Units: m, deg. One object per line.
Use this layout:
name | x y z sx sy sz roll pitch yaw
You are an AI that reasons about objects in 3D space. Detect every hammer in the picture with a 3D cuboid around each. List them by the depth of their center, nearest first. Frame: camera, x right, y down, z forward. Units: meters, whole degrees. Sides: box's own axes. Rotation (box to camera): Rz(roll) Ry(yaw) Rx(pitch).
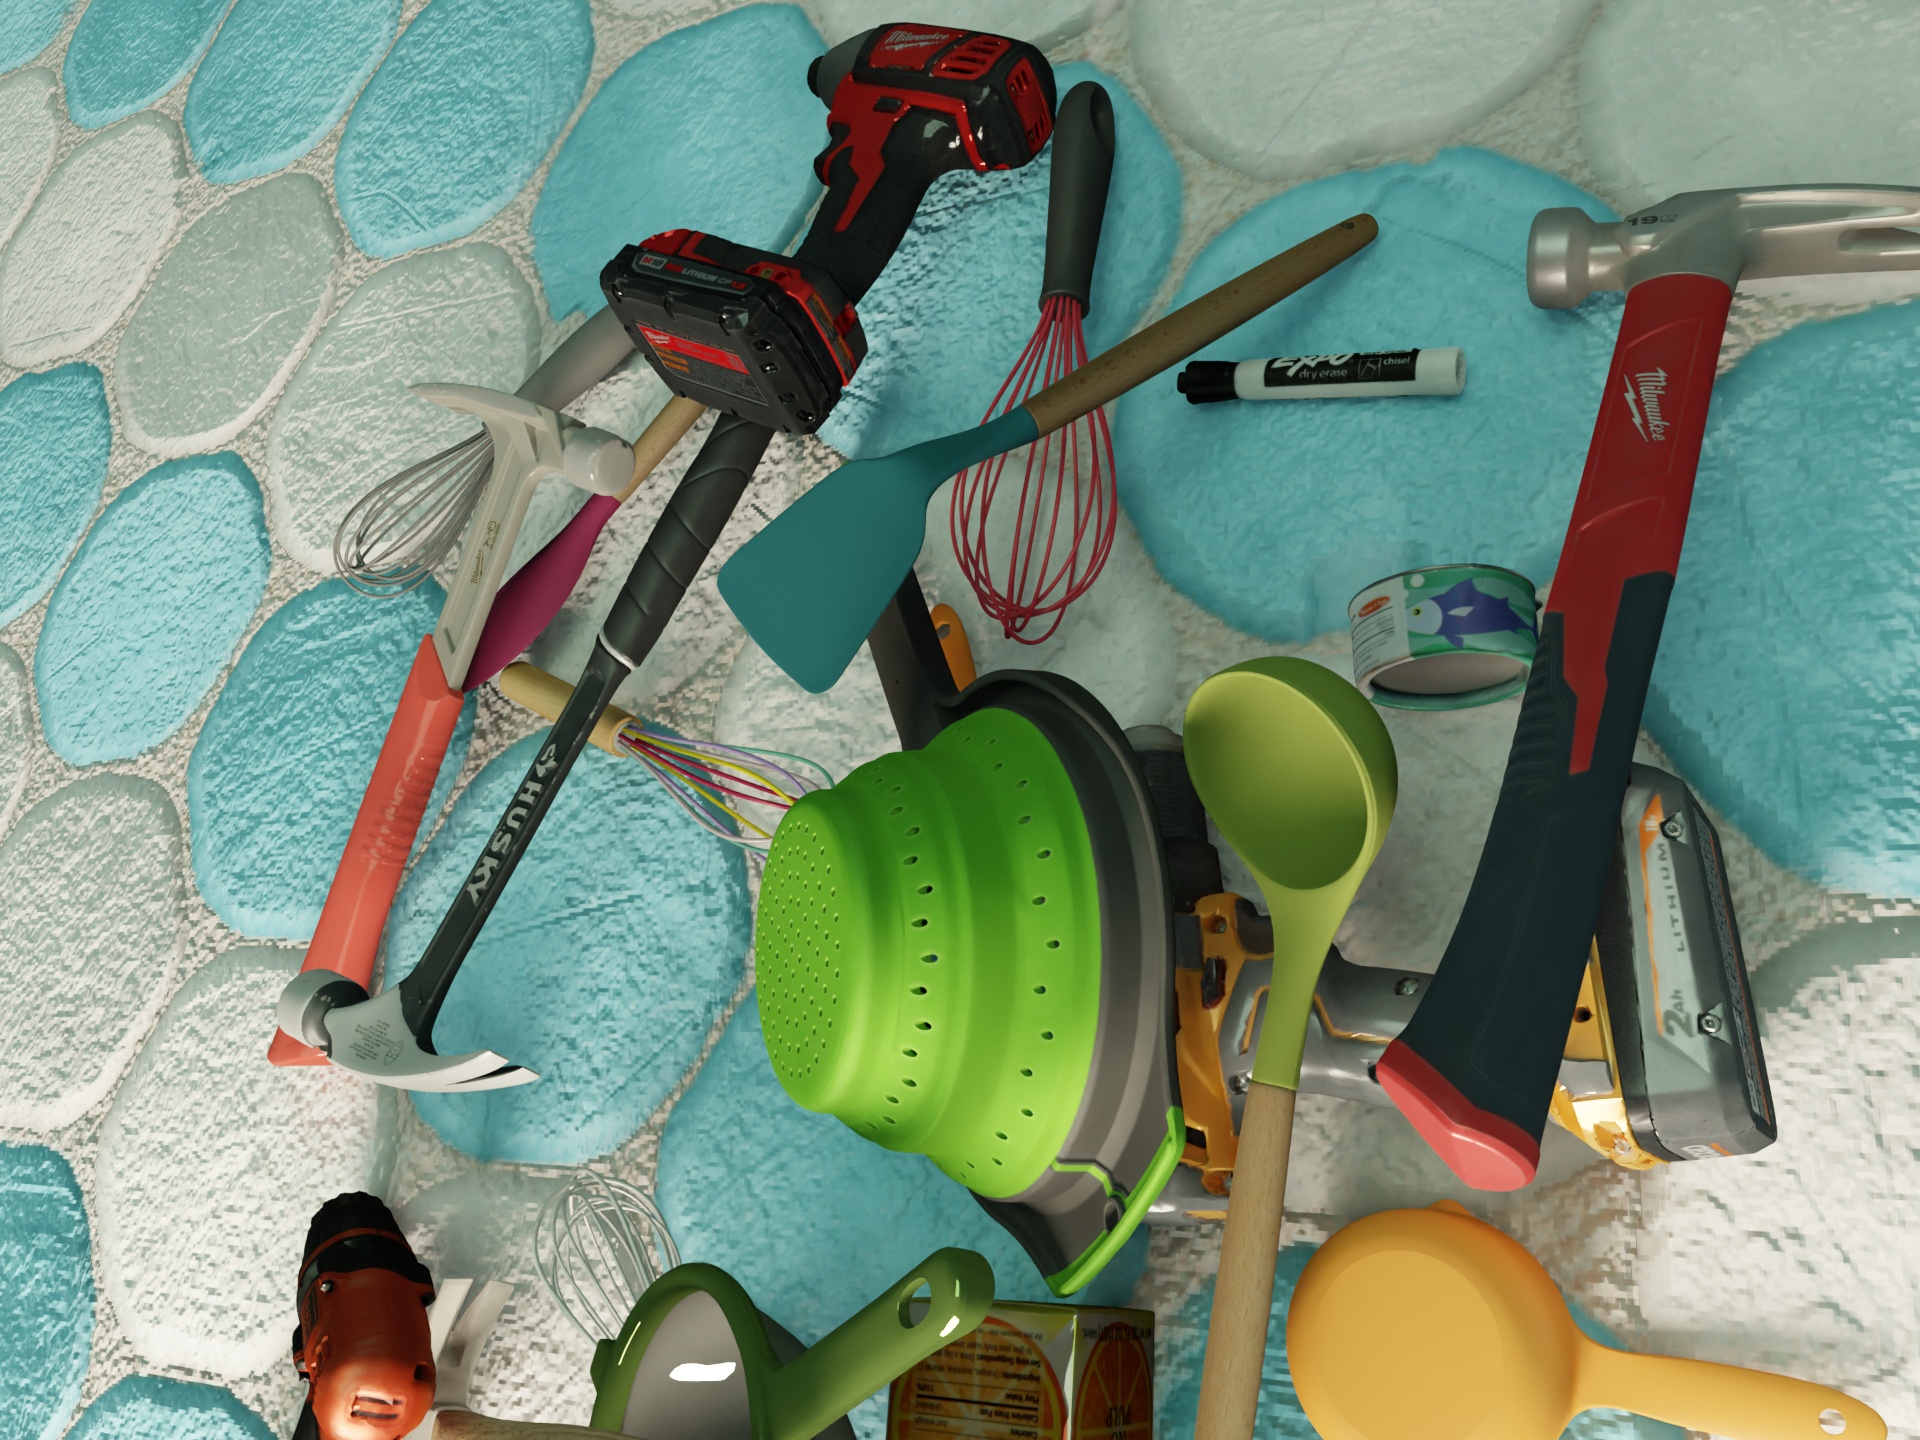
hammer | 0.218 -0.035 0.495 0.143 0.038 0.386 6 55 30
hammer | -0.153 0.274 0.587 0.331 0.031 0.130 -27 54 51
hammer | -0.168 -0.018 0.747 0.149 0.036 0.409 12 68 38
hammer | -0.284 0.004 0.819 0.149 0.036 0.359 20 90 31

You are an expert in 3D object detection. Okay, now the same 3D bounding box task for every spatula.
spatula | 0.047 -0.124 0.641 0.317 0.044 0.082 -32 53 -16

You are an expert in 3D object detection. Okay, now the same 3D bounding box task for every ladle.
ladle | 0.083 0.137 0.488 0.078 0.062 0.320 -5 72 57

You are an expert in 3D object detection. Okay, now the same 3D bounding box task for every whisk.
whisk | -0.105 0.285 0.634 0.247 0.057 0.059 52 135 29
whisk | 0.044 -0.169 0.710 0.073 0.073 0.296 -5 65 29
whisk | -0.147 0.012 0.762 0.245 0.047 0.051 23 86 37
whisk | -0.255 -0.156 0.887 0.239 0.055 0.055 -41 57 5

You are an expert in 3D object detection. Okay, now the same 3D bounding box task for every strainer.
strainer | -0.047 0.239 0.530 0.256 0.069 0.152 -48 39 34

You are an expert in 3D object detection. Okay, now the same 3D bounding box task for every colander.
colander | -0.036 0.024 0.621 0.398 0.094 0.204 -110 33 -41

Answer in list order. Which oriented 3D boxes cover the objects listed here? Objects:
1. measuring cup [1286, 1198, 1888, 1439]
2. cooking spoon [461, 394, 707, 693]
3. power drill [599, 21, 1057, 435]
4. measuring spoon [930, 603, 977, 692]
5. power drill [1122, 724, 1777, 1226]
measuring cup | 0.185 0.202 0.491 0.174 0.052 0.095 -1 72 32
cooking spoon | -0.168 -0.139 0.839 0.319 0.017 0.069 -48 39 3
power drill | -0.065 -0.253 0.774 0.143 0.078 0.220 24 70 33
measuring spoon | -0.001 -0.002 0.700 0.021 0.011 0.117 -22 62 22
power drill | 0.141 0.074 0.553 0.226 0.084 0.185 -15 64 30
